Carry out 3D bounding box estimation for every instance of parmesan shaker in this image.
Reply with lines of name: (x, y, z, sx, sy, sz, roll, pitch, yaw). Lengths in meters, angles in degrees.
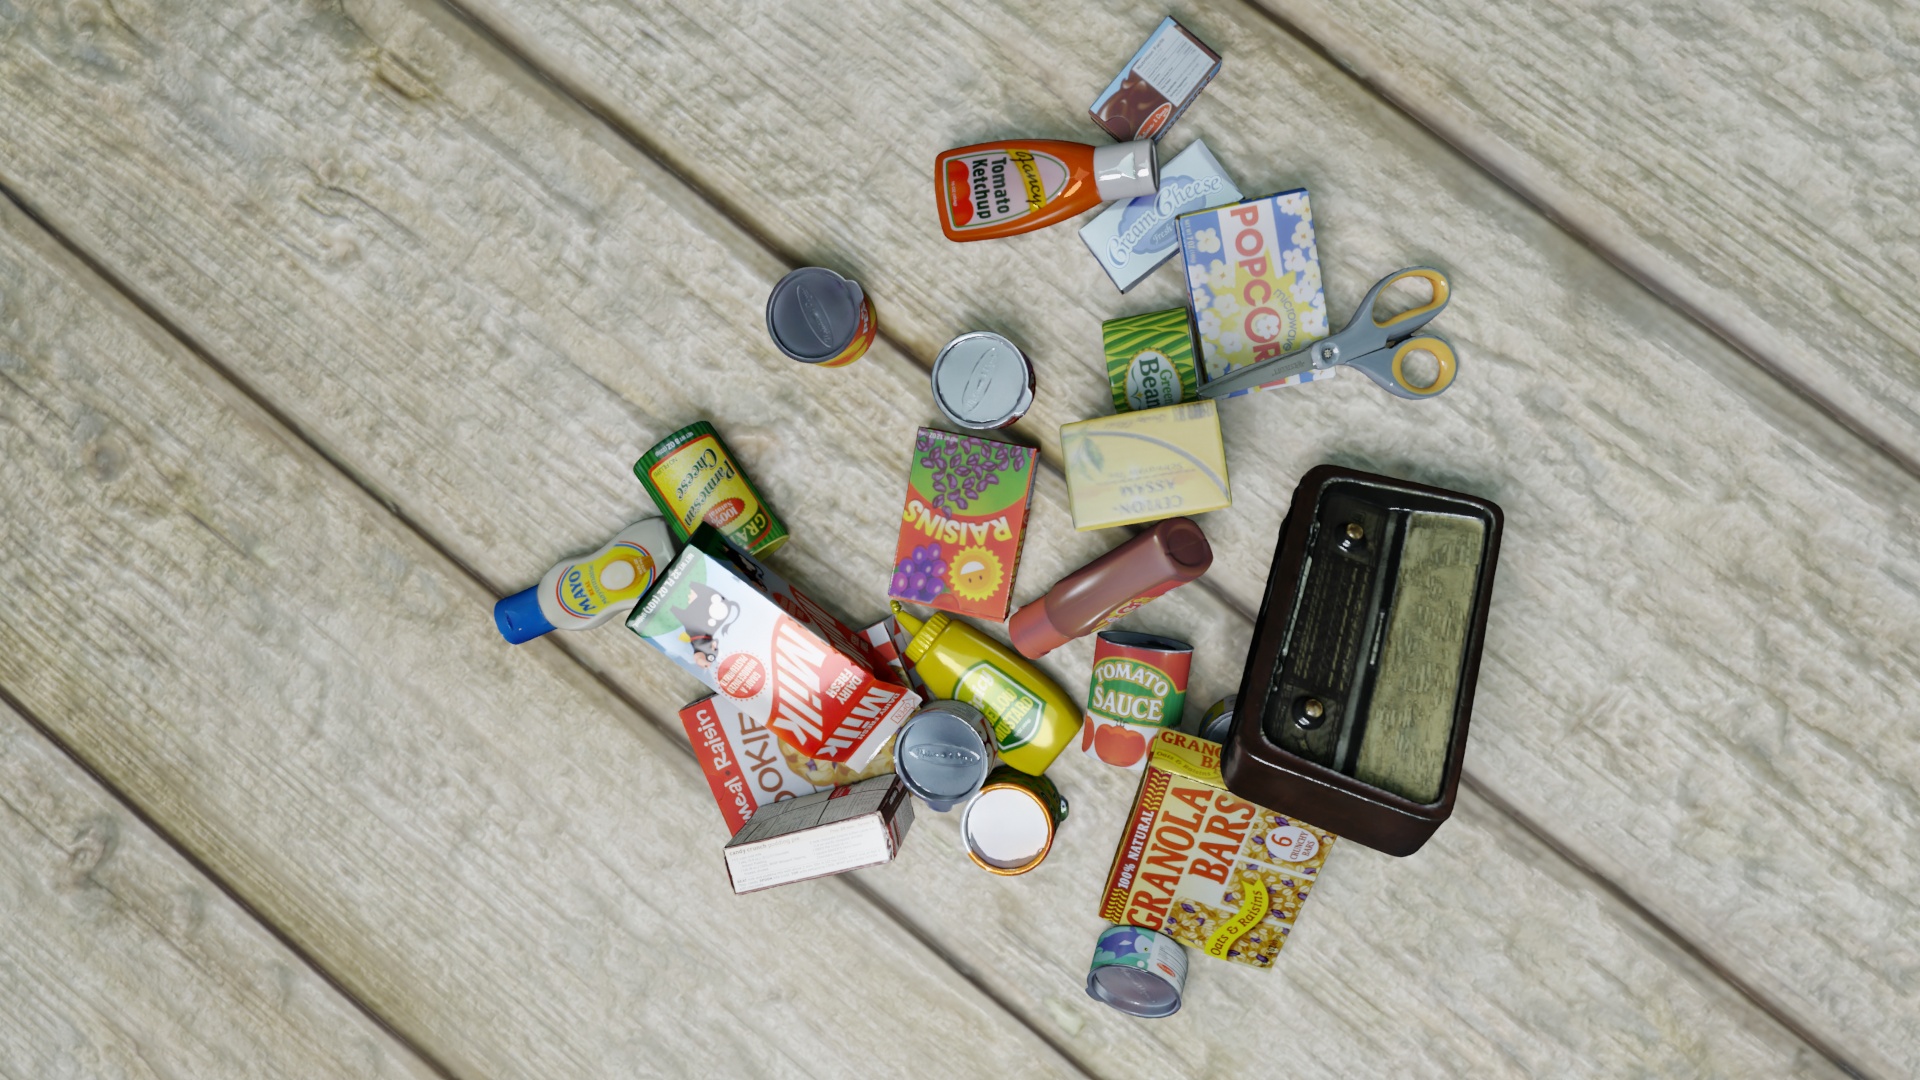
parmesan shaker: (-0.180, -0.024, 0.988, 0.071, 0.071, 0.103, -36, 88, 9)

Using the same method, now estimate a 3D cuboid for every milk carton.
milk carton: (-0.121, 0.077, 0.930, 0.190, 0.073, 0.072, 39, 97, -11)

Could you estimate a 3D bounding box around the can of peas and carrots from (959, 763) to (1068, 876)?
can of peas and carrots: (0.038, 0.195, 0.971, 0.071, 0.059, 0.071, 1, 94, 9)

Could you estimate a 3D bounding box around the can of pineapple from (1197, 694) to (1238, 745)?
can of pineapple: (0.194, 0.143, 0.943, 0.071, 0.058, 0.071, 1, 94, 9)

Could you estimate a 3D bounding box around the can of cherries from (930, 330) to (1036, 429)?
can of cherries: (0.019, -0.107, 0.957, 0.071, 0.058, 0.071, 0, 93, 9)

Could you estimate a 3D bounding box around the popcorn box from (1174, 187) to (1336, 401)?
popcorn box: (0.196, -0.163, 0.922, 0.085, 0.038, 0.126, -11, 103, 5)

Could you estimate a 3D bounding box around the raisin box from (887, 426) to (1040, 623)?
raisin box: (0.003, -0.012, 0.975, 0.086, 0.040, 0.123, 12, 96, 7)

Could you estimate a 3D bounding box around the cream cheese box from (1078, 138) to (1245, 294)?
cream cheese box: (0.136, -0.221, 0.949, 0.103, 0.024, 0.053, -37, 86, 9)

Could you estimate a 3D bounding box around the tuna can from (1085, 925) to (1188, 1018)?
tuna can: (0.121, 0.299, 0.961, 0.071, 0.033, 0.070, 12, 136, 12)

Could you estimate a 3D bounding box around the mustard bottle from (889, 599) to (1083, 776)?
mustard bottle: (0.010, 0.096, 0.975, 0.160, 0.049, 0.065, 38, 99, 5)

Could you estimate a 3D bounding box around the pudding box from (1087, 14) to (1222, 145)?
pudding box: (0.131, -0.306, 0.942, 0.049, 0.030, 0.083, 41, 99, 3)

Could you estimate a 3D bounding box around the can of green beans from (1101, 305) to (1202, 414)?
can of green beans: (0.129, -0.120, 0.934, 0.058, 0.071, 0.071, -9, 92, 10)

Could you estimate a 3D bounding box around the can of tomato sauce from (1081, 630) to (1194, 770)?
can of tomato sauce: (0.120, 0.109, 0.947, 0.071, 0.071, 0.083, 9, 95, 8)

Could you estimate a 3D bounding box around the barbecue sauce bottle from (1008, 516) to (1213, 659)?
barbecue sauce bottle: (0.095, 0.035, 0.933, 0.148, 0.065, 0.044, -33, 80, 36)

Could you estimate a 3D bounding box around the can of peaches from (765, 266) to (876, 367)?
can of peaches: (-0.094, -0.156, 0.972, 0.071, 0.058, 0.071, 0, 93, 9)

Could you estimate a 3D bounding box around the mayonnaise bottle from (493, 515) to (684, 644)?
mayonnaise bottle: (-0.269, 0.035, 1.019, 0.148, 0.041, 0.064, -22, 92, 9)

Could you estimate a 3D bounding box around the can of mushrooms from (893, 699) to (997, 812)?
can of mushrooms: (-0.010, 0.146, 0.944, 0.071, 0.033, 0.071, 3, 101, 14)

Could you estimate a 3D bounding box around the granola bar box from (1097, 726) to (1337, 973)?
granola bar box: (0.169, 0.208, 0.918, 0.124, 0.039, 0.164, 16, 130, 8)

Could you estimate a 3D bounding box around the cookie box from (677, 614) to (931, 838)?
cookie box: (-0.102, 0.143, 0.999, 0.167, 0.040, 0.123, -24, 90, 9)

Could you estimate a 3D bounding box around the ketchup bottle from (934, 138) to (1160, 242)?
ketchup bottle: (0.058, -0.242, 0.939, 0.149, 0.043, 0.064, -4, 96, 19)
